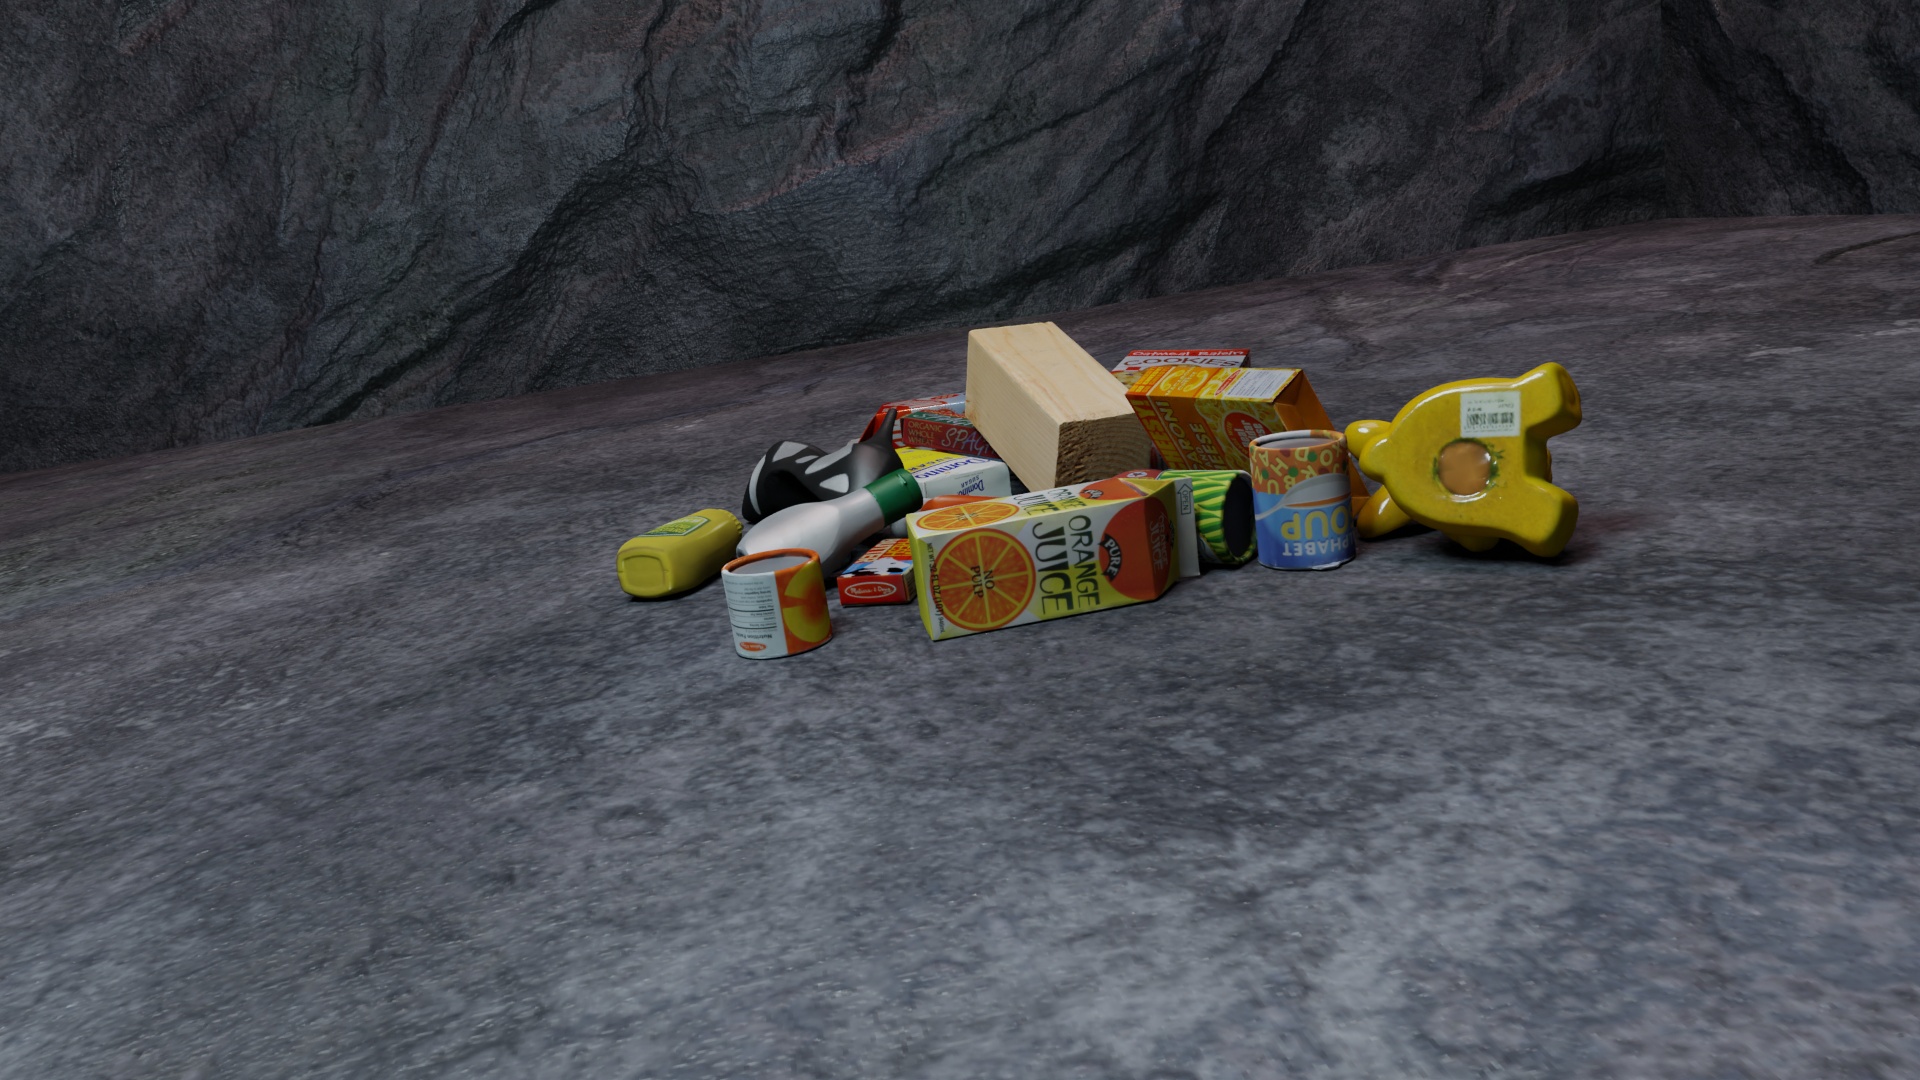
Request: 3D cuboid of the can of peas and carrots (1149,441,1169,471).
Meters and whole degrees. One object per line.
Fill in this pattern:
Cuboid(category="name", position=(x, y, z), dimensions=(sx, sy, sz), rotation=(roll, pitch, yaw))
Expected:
Cuboid(category="can of peas and carrots", position=(0.195, -0.084, 1.234), dimensions=(0.059, 0.070, 0.071), rotation=(-3, 14, 17))

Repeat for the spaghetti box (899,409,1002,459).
Cuboid(category="spaghetti box", position=(0.062, -0.094, 1.334), dimensions=(0.250, 0.028, 0.050), rotation=(11, 19, 23))

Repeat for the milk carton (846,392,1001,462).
Cuboid(category="milk carton", position=(-0.028, -0.113, 1.472), dimensions=(0.191, 0.073, 0.072), rotation=(-7, 13, 5))

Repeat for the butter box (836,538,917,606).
Cuboid(category="butter box", position=(-0.049, 0.022, 1.033), dimensions=(0.053, 0.024, 0.104), rotation=(-3, 15, 17))

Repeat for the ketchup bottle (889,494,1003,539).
Cuboid(category="ketchup bottle", position=(0.004, -0.014, 1.109), dimensions=(0.065, 0.043, 0.149), rotation=(-22, 19, -40))

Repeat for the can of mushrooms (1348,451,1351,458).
Cuboid(category="can of mushrooms", position=(0.284, -0.053, 1.127), dimensions=(0.071, 0.033, 0.071), rotation=(-8, 14, 2))

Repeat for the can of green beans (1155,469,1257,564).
Cuboid(category="can of green beans", position=(0.171, -0.017, 0.973), dimensions=(0.058, 0.071, 0.071), rotation=(2, 17, 37))

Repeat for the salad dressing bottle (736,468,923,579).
Cuboid(category="salad dressing bottle", position=(-0.098, -0.009, 1.070), dimensions=(0.148, 0.043, 0.064), rotation=(-28, 61, -22))

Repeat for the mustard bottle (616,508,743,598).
Cuboid(category="mustard bottle", position=(-0.222, 0.004, 1.155), dimensions=(0.065, 0.048, 0.161), rotation=(-2, 15, 19))

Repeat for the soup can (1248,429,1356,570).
Cuboid(category="soup can", position=(0.234, -0.028, 0.946), dimensions=(0.071, 0.083, 0.071), rotation=(-7, 14, 2))

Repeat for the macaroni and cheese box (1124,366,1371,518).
Cuboid(category="macaroni and cheese box", position=(0.217, -0.074, 1.062), dimensions=(0.040, 0.123, 0.166), rotation=(-45, 27, -19))

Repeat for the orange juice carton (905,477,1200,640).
Cuboid(category="orange juice carton", position=(0.065, 0.007, 0.926), dimensions=(0.193, 0.071, 0.073), rotation=(-10, 14, -7))

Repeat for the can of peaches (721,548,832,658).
Cuboid(category="can of peaches", position=(-0.121, 0.040, 0.928), dimensions=(0.071, 0.058, 0.071), rotation=(-8, 14, 2))

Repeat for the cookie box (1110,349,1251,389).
Cuboid(category="cookie box", position=(0.206, -0.146, 1.340), dimensions=(0.123, 0.040, 0.168), rotation=(3, 22, 21))

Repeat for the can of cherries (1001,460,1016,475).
Cuboid(category="can of cherries", position=(0.071, -0.101, 1.396), dimensions=(0.071, 0.058, 0.071), rotation=(-8, 13, 2))

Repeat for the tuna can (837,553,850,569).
Cuboid(category="tuna can", position=(-0.124, 0.006, 1.126), dimensions=(0.071, 0.032, 0.071), rotation=(-8, 13, 2))

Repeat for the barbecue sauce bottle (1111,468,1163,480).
Cuboid(category="barbecue sauce bottle", position=(0.127, -0.018, 1.053), dimensions=(0.065, 0.043, 0.149), rotation=(-2, 15, 19))
